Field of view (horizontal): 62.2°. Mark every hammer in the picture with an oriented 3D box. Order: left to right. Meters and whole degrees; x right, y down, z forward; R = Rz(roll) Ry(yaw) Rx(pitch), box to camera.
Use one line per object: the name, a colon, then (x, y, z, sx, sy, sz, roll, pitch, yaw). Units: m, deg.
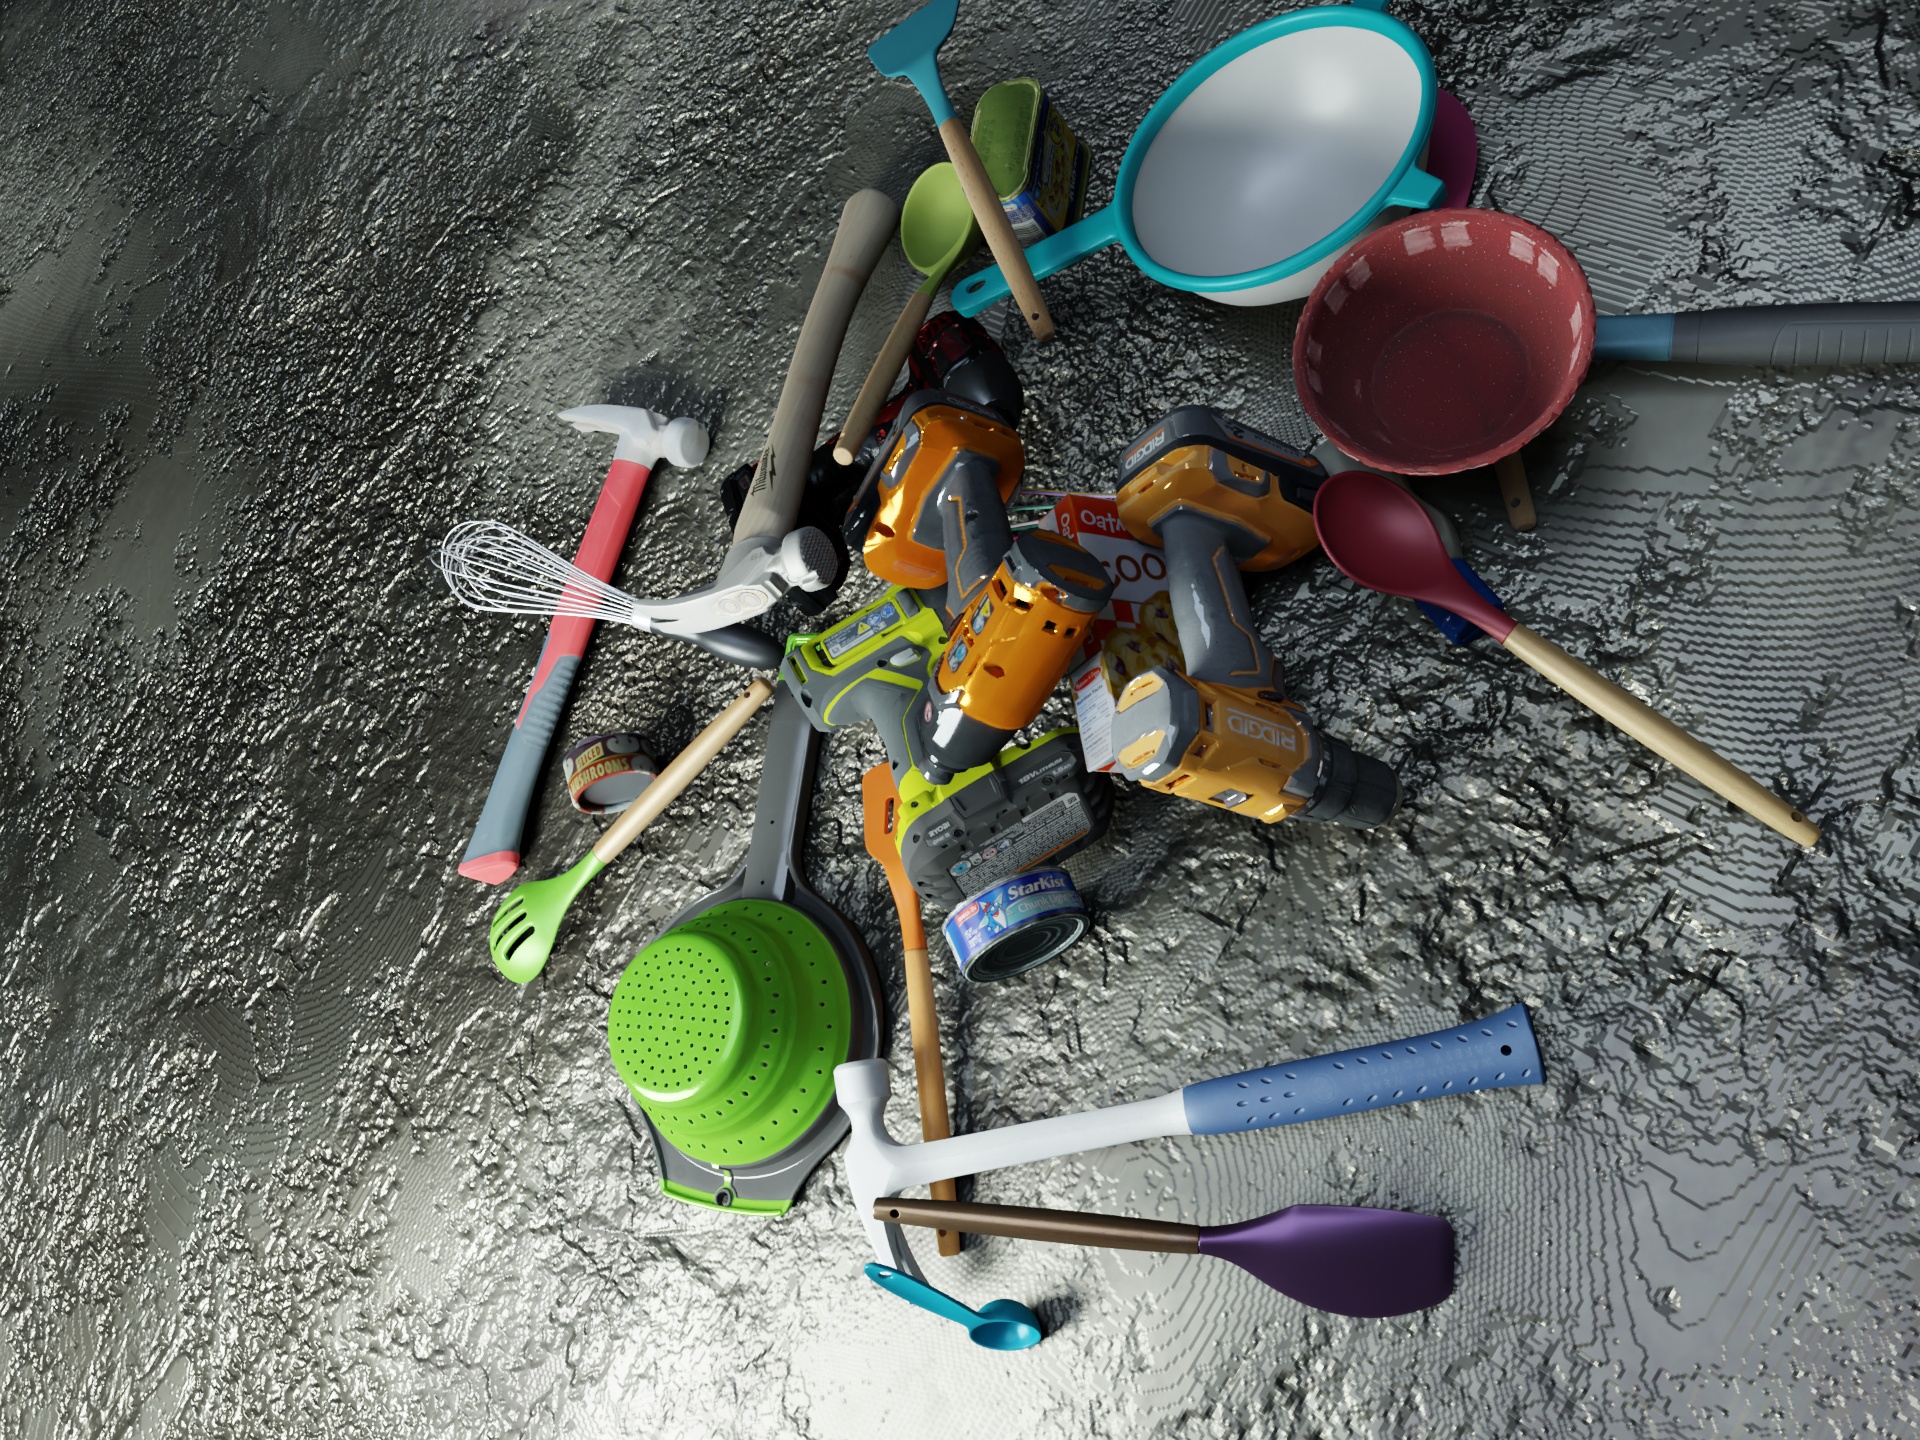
hammer: (-0.318, -0.064, 1.240, 0.143, 0.038, 0.386, 13, 80, 32)
hammer: (-0.114, -0.231, 1.108, 0.146, 0.038, 0.411, -15, 46, 31)
hammer: (0.120, 0.229, 0.898, 0.405, 0.035, 0.144, -16, 74, 19)
hammer: (0.413, -0.214, 0.890, 0.331, 0.033, 0.128, 5, 77, 25)

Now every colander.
colander: (-0.149, 0.120, 1.055, 0.204, 0.094, 0.397, 0, 74, 28)

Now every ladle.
ladle: (-0.042, -0.279, 1.077, 0.078, 0.062, 0.320, -33, 27, 41)
ladle: (0.321, -0.033, 0.862, 0.315, 0.031, 0.069, 39, 69, 18)

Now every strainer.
strainer: (0.158, -0.321, 1.043, 0.340, 0.095, 0.211, -19, 57, 29)

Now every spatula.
spatula: (-0.021, 0.172, 1.014, 0.081, 0.041, 0.323, -14, 72, 23)
spatula: (0.008, -0.380, 1.081, 0.082, 0.044, 0.318, -28, 67, 17)
spatula: (0.105, 0.283, 0.868, 0.316, 0.018, 0.060, 2, 91, 13)

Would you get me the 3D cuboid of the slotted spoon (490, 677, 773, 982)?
slotted spoon: (-0.241, 0.078, 1.134, 0.313, 0.031, 0.070, -44, 56, 17)

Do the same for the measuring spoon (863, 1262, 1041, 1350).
measuring spoon: (-0.005, 0.325, 0.902, 0.042, 0.128, 0.021, -34, 33, 32)

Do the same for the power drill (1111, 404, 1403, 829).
power drill: (0.172, -0.049, 0.908, 0.084, 0.185, 0.226, -34, 47, 50)

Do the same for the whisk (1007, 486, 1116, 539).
whisk: (0.089, -0.144, 1.048, 0.245, 0.051, 0.047, -6, 65, 23)

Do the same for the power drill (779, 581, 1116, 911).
power drill: (-0.002, -0.003, 1.012, 0.171, 0.080, 0.223, -31, 51, -1)

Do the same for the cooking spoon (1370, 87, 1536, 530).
cooking spoon: (0.310, -0.259, 0.981, 0.069, 0.017, 0.319, -20, 65, 31)

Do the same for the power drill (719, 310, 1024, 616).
power drill: (-0.054, -0.180, 1.097, 0.219, 0.078, 0.143, -38, 38, 10)

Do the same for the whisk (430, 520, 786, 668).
whisk: (-0.259, -0.087, 1.172, 0.284, 0.070, 0.070, 17, 82, 10)

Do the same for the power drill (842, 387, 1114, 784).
power drill: (-0.001, -0.079, 0.945, 0.164, 0.084, 0.227, -59, 34, 29)
